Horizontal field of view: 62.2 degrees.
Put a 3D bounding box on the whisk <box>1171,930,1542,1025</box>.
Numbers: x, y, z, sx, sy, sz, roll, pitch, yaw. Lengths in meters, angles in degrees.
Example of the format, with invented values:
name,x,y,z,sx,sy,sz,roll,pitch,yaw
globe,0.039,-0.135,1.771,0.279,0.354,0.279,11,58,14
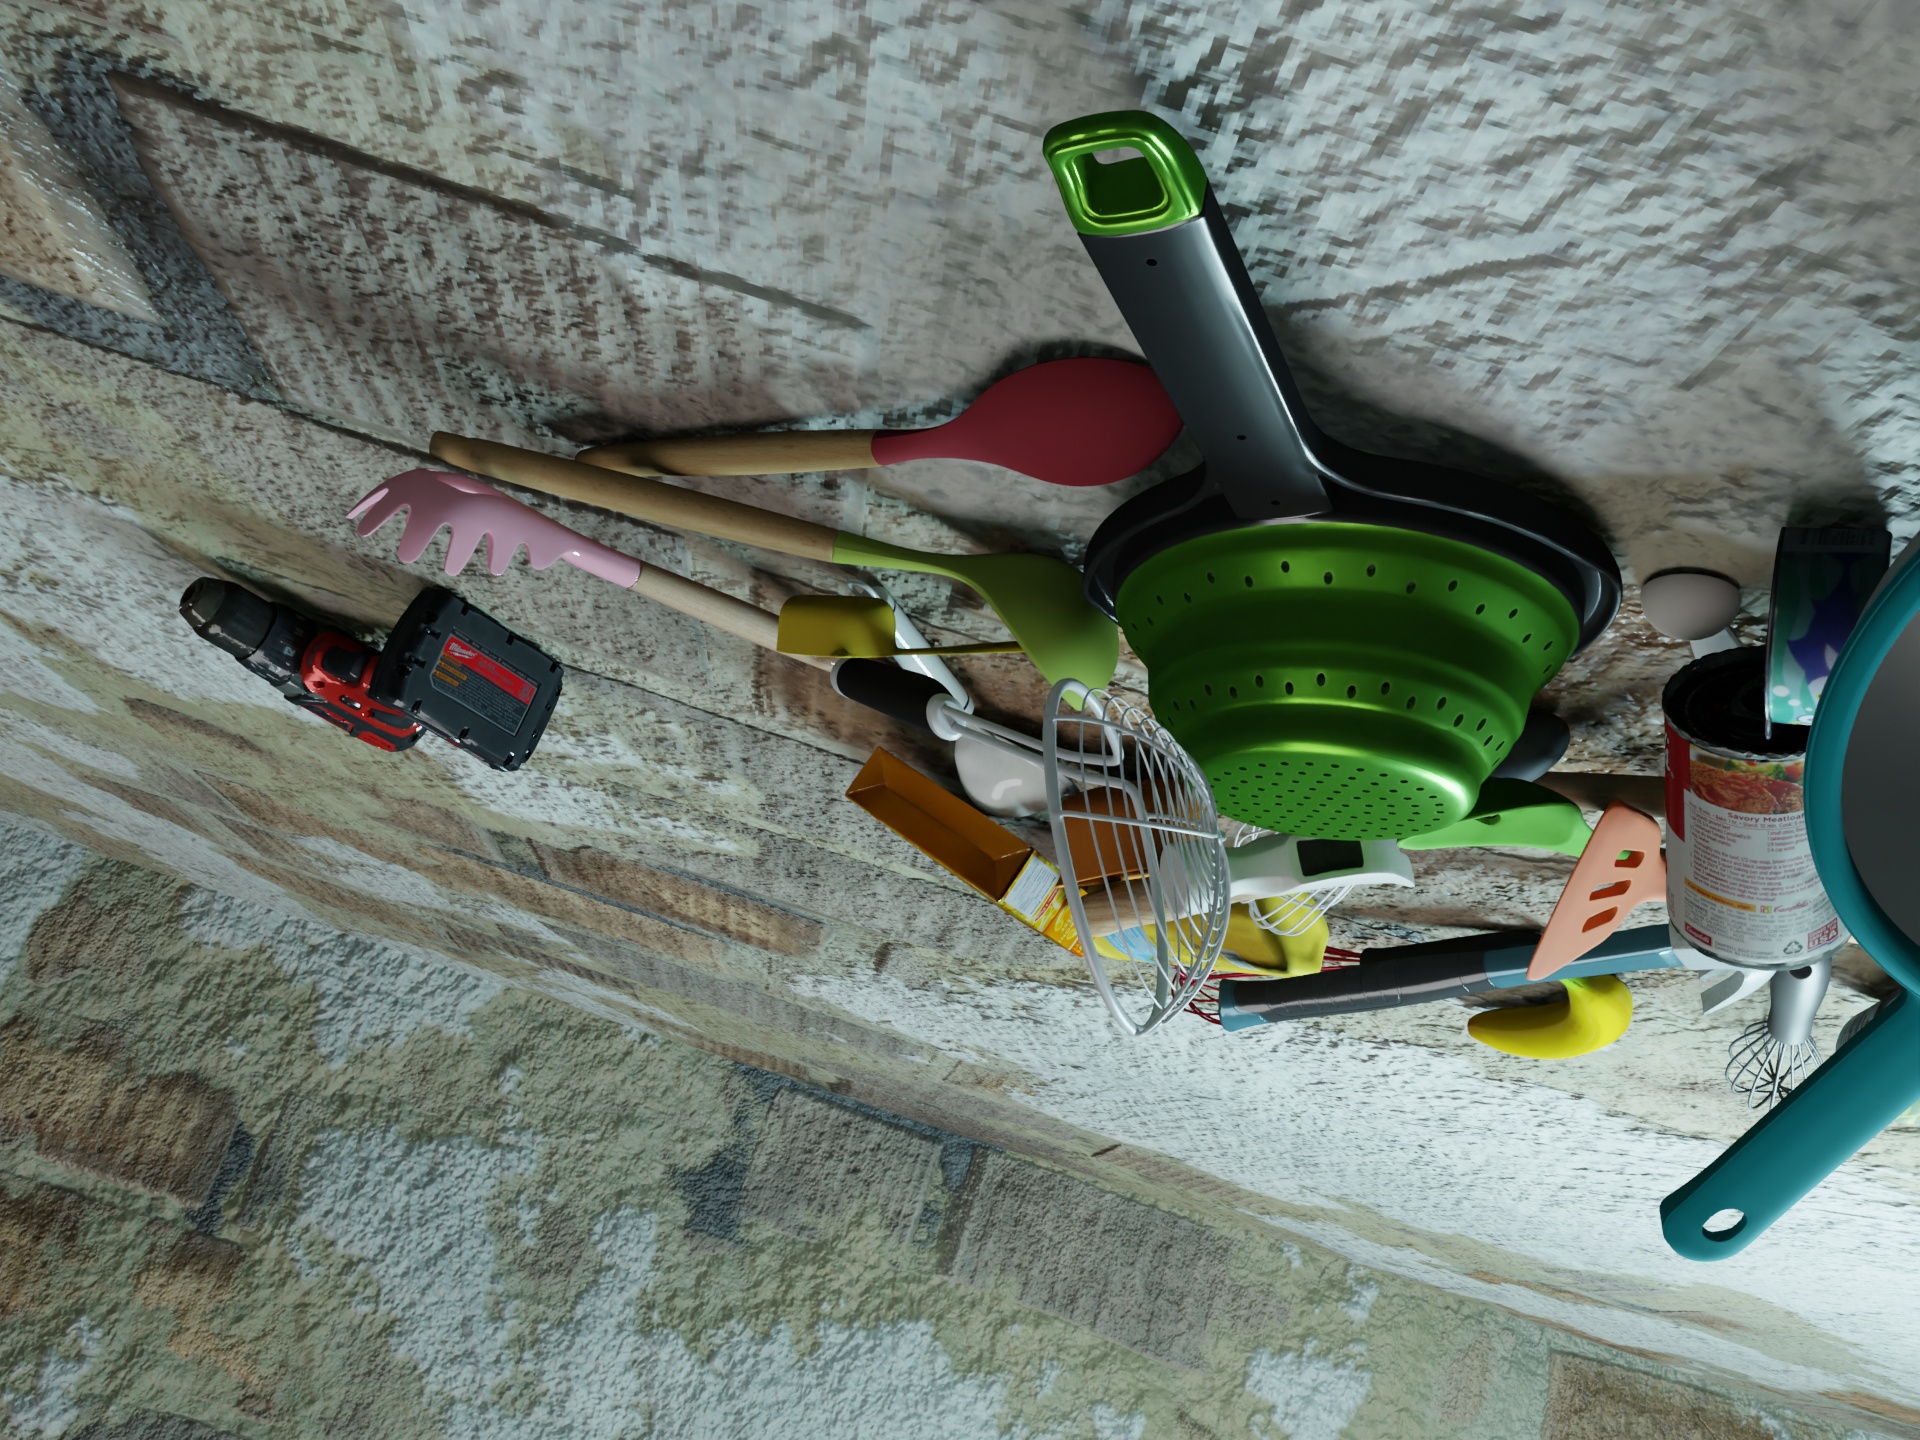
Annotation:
name,x,y,z,sx,sy,sz,roll,pitch,yaw
whisk,0.254,0.162,1.050,0.073,0.073,0.296,33,150,-33

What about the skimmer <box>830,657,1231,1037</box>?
name,x,y,z,sx,sy,sz,roll,pitch,yaw
skimmer,-0.003,0.022,0.672,0.363,0.090,0.127,22,138,61

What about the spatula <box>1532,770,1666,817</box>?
name,x,y,z,sx,sy,sz,roll,pitch,yaw
spatula,0.328,0.036,0.635,0.059,0.018,0.316,50,161,-20

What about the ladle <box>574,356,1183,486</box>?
name,x,y,z,sx,sy,sz,roll,pitch,yaw
ladle,-0.053,-0.113,0.656,0.315,0.031,0.069,4,156,37

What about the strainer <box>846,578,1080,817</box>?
name,x,y,z,sx,sy,sz,roll,pitch,yaw
strainer,-0.001,-0.003,0.872,0.087,0.050,0.258,20,160,36

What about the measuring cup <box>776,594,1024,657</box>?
name,x,y,z,sx,sy,sz,roll,pitch,yaw
measuring cup,-0.010,-0.046,0.760,0.156,0.029,0.062,-1,-173,-8

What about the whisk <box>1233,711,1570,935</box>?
name,x,y,z,sx,sy,sz,roll,pitch,yaw
whisk,0.214,0.054,0.812,0.070,0.070,0.284,23,154,-11

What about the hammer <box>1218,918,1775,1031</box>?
name,x,y,z,sx,sy,sz,roll,pitch,yaw
hammer,0.291,0.144,0.911,0.331,0.033,0.128,-16,142,36

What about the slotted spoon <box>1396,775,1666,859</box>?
name,x,y,z,sx,sy,sz,roll,pitch,yaw
slotted spoon,0.322,0.068,0.725,0.313,0.031,0.070,15,154,-28

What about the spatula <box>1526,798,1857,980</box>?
name,x,y,z,sx,sy,sz,roll,pitch,yaw
spatula,0.367,0.088,0.700,0.322,0.081,0.041,12,-162,-26

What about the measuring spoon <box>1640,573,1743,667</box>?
name,x,y,z,sx,sy,sz,roll,pitch,yaw
measuring spoon,0.293,-0.019,0.614,0.034,0.018,0.124,-1,153,40

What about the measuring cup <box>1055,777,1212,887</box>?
name,x,y,z,sx,sy,sz,roll,pitch,yaw
measuring cup,0.098,0.068,0.941,0.095,0.052,0.173,-9,173,1

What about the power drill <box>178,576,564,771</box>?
name,x,y,z,sx,sy,sz,roll,pitch,yaw
power drill,-0.396,-0.038,1.061,0.227,0.080,0.187,3,154,42

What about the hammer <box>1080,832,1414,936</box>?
name,x,y,z,sx,sy,sz,roll,pitch,yaw
hammer,0.120,0.086,0.811,0.130,0.031,0.331,-6,171,-13

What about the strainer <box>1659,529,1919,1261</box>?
name,x,y,z,sx,sy,sz,roll,pitch,yaw
strainer,0.316,0.035,0.476,0.211,0.095,0.340,25,124,-3

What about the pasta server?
name,x,y,z,sx,sy,sz,roll,pitch,yaw
pasta server,-0.143,-0.057,0.782,0.316,0.040,0.060,22,-169,-42

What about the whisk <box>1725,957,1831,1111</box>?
name,x,y,z,sx,sy,sz,roll,pitch,yaw
whisk,0.474,0.173,0.915,0.055,0.055,0.238,8,152,26

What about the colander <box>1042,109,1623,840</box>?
name,x,y,z,sx,sy,sz,roll,pitch,yaw
colander,0.110,-0.042,0.545,0.204,0.095,0.396,0,158,27

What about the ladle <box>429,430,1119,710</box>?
name,x,y,z,sx,sy,sz,roll,pitch,yaw
ladle,-0.084,-0.072,0.707,0.320,0.062,0.078,15,-168,2
